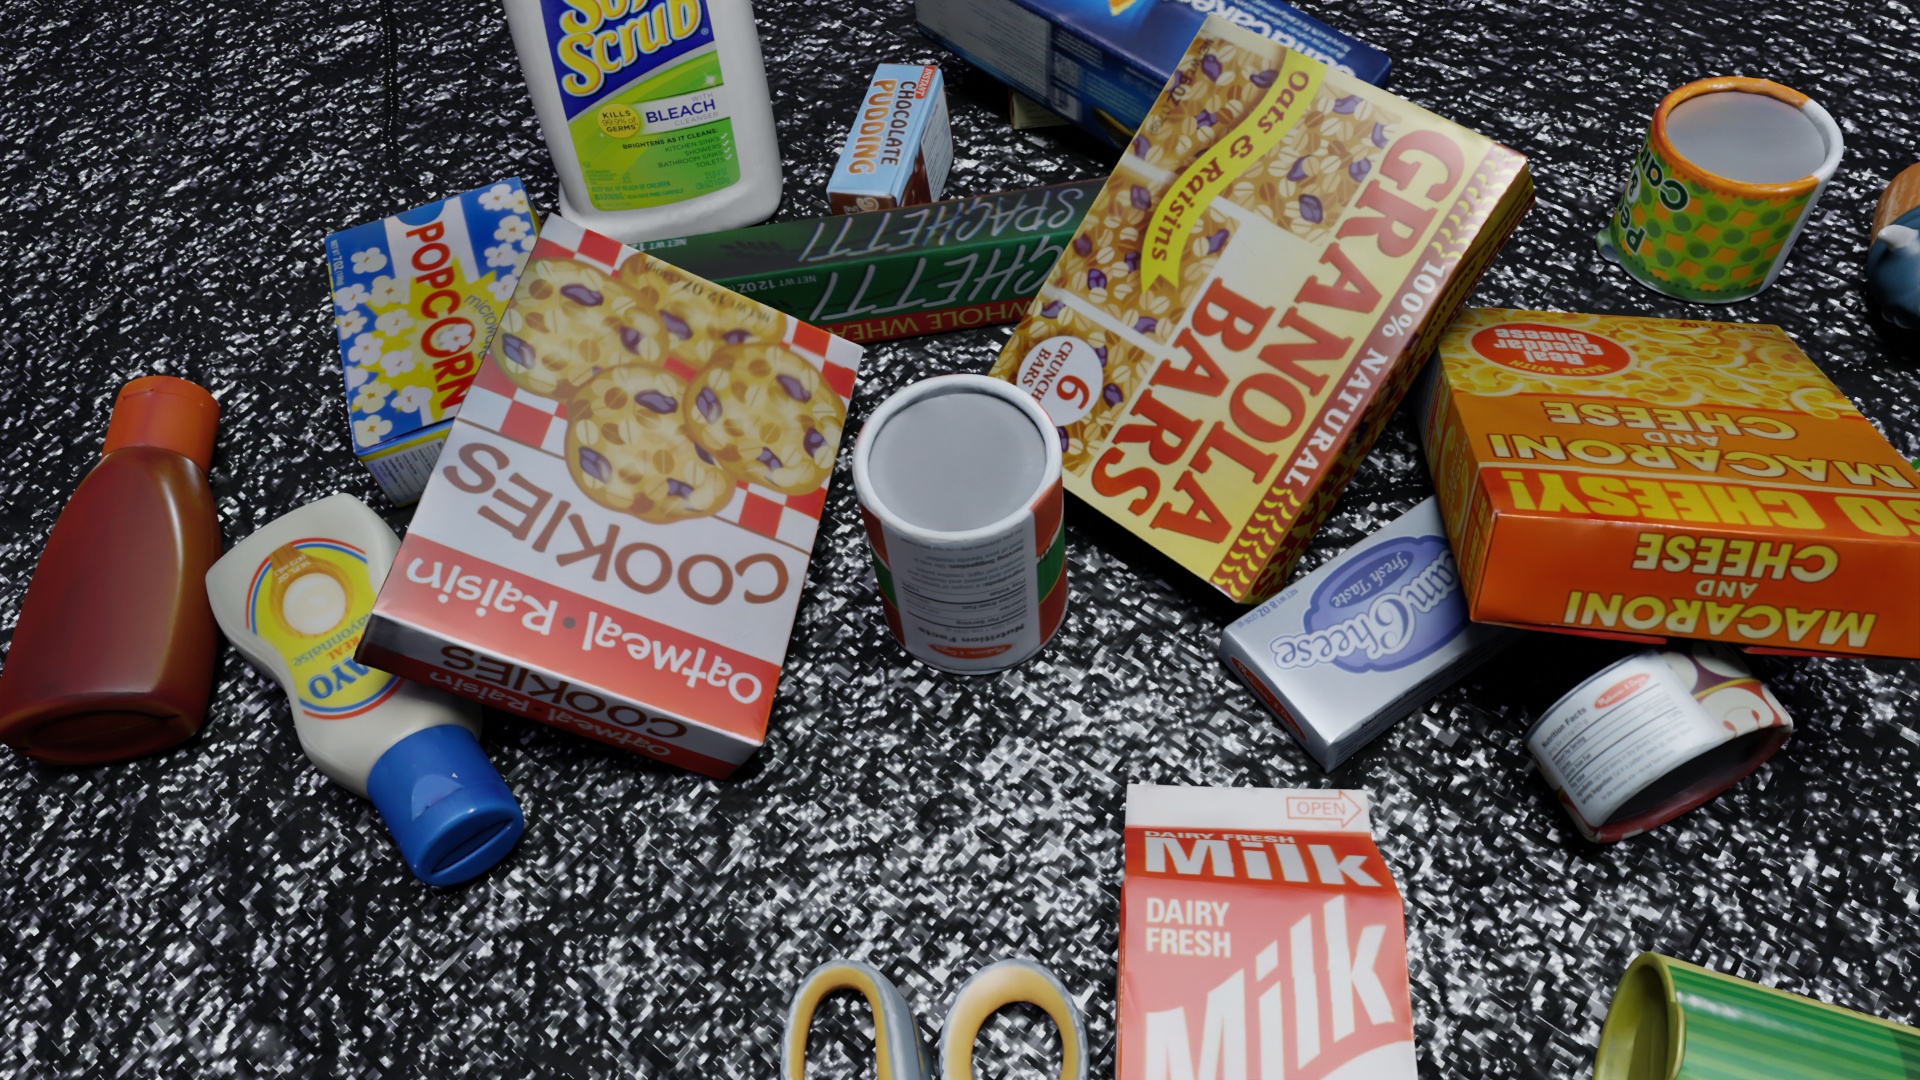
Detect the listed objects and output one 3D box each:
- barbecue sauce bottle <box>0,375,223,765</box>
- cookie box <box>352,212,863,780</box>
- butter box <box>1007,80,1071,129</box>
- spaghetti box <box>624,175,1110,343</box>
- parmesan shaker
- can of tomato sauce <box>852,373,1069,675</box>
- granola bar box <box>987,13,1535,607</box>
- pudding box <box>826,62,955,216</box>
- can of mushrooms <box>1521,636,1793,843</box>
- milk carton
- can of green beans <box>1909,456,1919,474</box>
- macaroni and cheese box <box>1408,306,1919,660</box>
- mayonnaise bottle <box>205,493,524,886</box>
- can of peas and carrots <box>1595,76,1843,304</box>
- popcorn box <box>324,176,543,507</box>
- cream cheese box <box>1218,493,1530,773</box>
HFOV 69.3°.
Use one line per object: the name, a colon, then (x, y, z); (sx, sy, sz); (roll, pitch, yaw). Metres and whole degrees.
barbecue sauce bottle: (-0.300, 0.005, 0.505); (0.065, 0.043, 0.149); (-12, 55, 1)
cookie box: (-0.111, -0.017, 0.473); (0.123, 0.040, 0.168); (22, 55, -17)
butter box: (0.072, -0.217, 0.632); (0.103, 0.024, 0.053); (-4, 57, 3)
spaghetti box: (-0.028, -0.106, 0.551); (0.250, 0.050, 0.029); (-8, 57, 0)
parmesan shaker: (0.218, 0.148, 0.340); (0.103, 0.071, 0.071); (13, 58, 14)
can of tomato sauce: (0.002, -0.006, 0.459); (0.071, 0.082, 0.071); (-2, 56, 4)
granola bar box: (0.096, -0.078, 0.479); (0.124, 0.039, 0.165); (35, 98, 25)
pudding box: (-0.028, -0.156, 0.585); (0.030, 0.049, 0.084); (7, 57, 12)
can of mushrooms: (0.205, 0.058, 0.408); (0.071, 0.070, 0.033); (-21, 56, -8)
milk carton: (0.075, 0.151, 0.351); (0.072, 0.073, 0.191); (1, 55, 7)
can of green beans: (0.331, -0.004, 0.437); (0.058, 0.071, 0.071); (-27, 58, -13)
macaroni and cheese box: (0.215, -0.026, 0.437); (0.124, 0.040, 0.167); (5, 29, 9)
mayonnaise bottle: (-0.196, 0.049, 0.466); (0.065, 0.041, 0.148); (-35, 59, -17)
can of peas and carrots: (0.290, -0.135, 0.535); (0.071, 0.058, 0.071); (-3, 55, 4)
popcorn box: (-0.201, -0.082, 0.559); (0.085, 0.038, 0.127); (-20, 56, -7)
cream cheese box: (0.143, 0.027, 0.459); (0.104, 0.024, 0.053); (-30, 60, -15)
